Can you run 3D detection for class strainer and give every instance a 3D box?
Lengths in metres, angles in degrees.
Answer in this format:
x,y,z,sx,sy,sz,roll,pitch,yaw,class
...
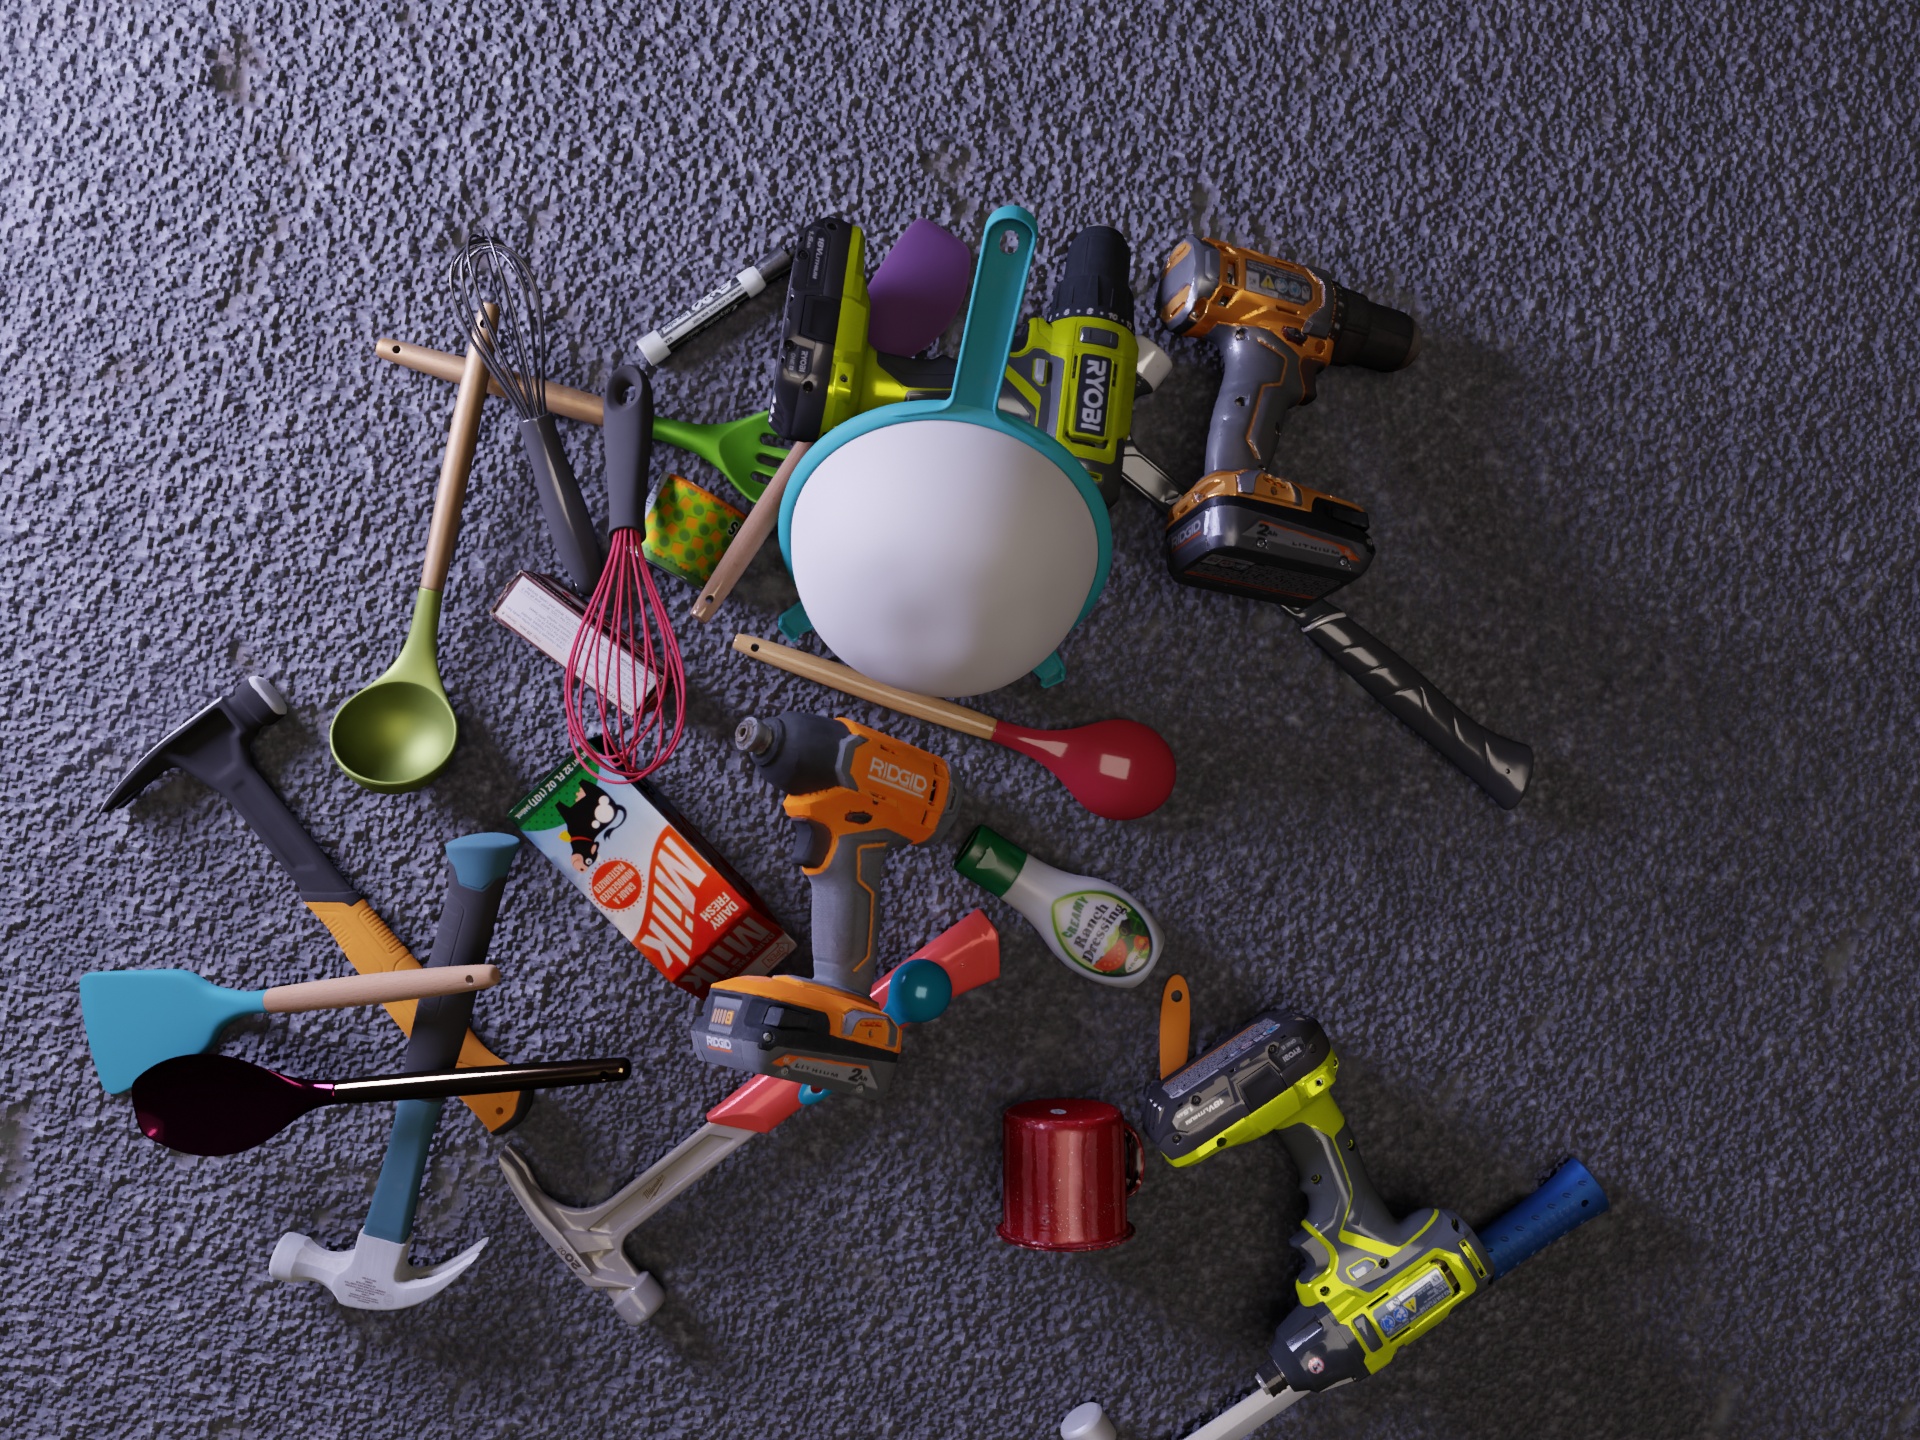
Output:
x,y,z,sx,sy,sz,roll,pitch,yaw,class
-0.002,-0.126,0.929,0.211,0.095,0.340,10,136,-4,strainer

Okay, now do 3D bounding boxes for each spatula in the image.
x,y,z,sx,sy,sz,roll,pitch,yaw,class
-0.422,0.179,0.999,0.317,0.044,0.082,-10,92,24,spatula
-0.084,-0.194,1.032,0.059,0.018,0.316,33,77,-6,spatula

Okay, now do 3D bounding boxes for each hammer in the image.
x,y,z,sx,sy,sz,roll,pitch,yaw,class
-0.126,0.240,1.065,0.359,0.037,0.149,-38,95,-2,hammer
0.276,0.438,1.105,0.405,0.035,0.144,-33,94,-3,hammer
0.229,-0.075,1.082,0.409,0.036,0.149,39,90,-5,hammer
-0.341,0.225,1.013,0.128,0.033,0.331,17,100,-1,hammer
-0.402,0.139,1.039,0.127,0.034,0.337,-38,95,-3,hammer

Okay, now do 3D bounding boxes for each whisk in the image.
x,y,z,sx,sy,sz,roll,pitch,yaw,class
-0.202,-0.096,0.965,0.073,0.073,0.296,-3,64,-5,whisk
-0.268,-0.191,1.010,0.055,0.055,0.238,-15,110,-4,whisk

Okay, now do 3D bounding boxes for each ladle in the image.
x,y,z,sx,sy,sz,roll,pitch,yaw,class
-0.002,-0.003,1.071,0.315,0.031,0.069,19,92,-3,ladle
-0.335,-0.110,1.014,0.078,0.062,0.320,13,94,-6,ladle

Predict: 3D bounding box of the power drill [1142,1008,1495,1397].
x,y,z,sx,sy,sz,roll,pitch,yaw,class
0.225,0.322,1.056,0.171,0.080,0.223,-32,89,-6,power drill

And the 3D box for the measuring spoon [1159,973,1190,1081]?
x,y,z,sx,sy,sz,roll,pitch,yaw,class
0.148,0.234,1.098,0.021,0.011,0.117,2,92,-5,measuring spoon

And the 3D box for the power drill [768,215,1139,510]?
x,y,z,sx,sy,sz,roll,pitch,yaw,class
0.003,-0.240,1.007,0.228,0.080,0.191,9,78,-10,power drill

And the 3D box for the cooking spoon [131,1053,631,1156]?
x,y,z,sx,sy,sz,roll,pitch,yaw,class
-0.361,0.229,0.989,0.319,0.017,0.068,-5,100,5,cooking spoon

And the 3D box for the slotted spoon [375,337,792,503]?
x,y,z,sx,sy,sz,roll,pitch,yaw,class
-0.228,-0.202,1.044,0.313,0.031,0.070,15,83,-3,slotted spoon

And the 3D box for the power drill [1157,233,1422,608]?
x,y,z,sx,sy,sz,roll,pitch,yaw,class
0.218,-0.192,1.028,0.185,0.084,0.226,9,72,-20,power drill

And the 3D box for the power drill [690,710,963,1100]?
x,y,z,sx,sy,sz,roll,pitch,yaw,class
-0.091,0.109,0.990,0.164,0.084,0.226,24,72,-39,power drill

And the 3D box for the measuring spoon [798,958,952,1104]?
x,y,z,sx,sy,sz,roll,pitch,yaw,class
-0.057,0.208,1.038,0.128,0.021,0.042,-43,95,-1,measuring spoon
